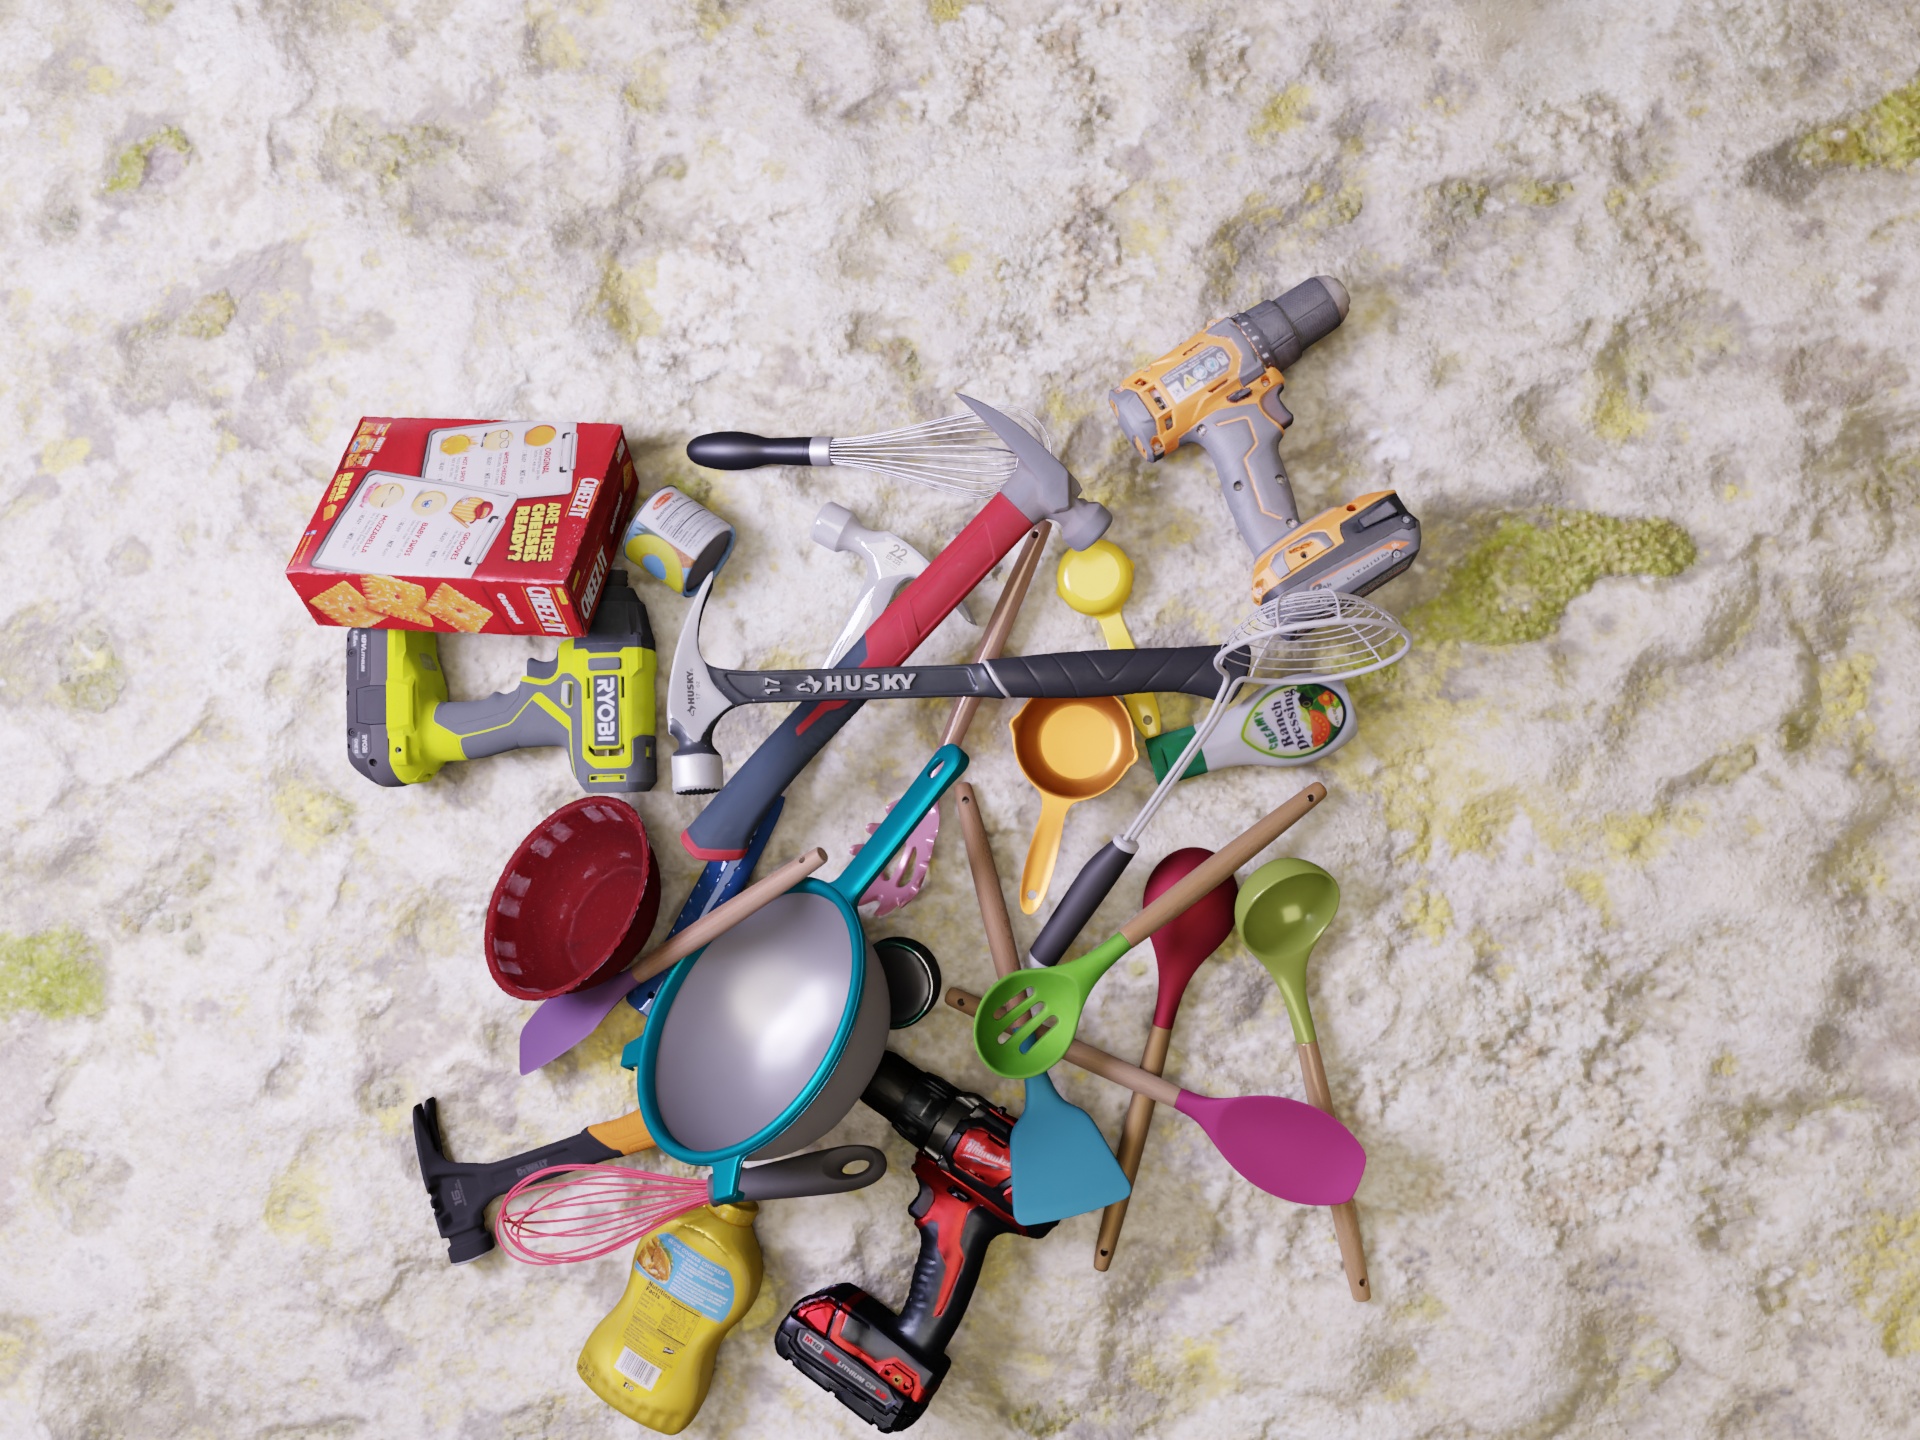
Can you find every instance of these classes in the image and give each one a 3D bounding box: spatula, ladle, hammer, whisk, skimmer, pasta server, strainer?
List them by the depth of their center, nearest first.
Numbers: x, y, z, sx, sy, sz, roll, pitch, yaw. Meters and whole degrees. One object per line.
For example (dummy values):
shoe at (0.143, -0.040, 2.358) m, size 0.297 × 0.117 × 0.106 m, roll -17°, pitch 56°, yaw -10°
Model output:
skimmer at (0.163, 0.056, 1.092) m, size 0.363 × 0.127 × 0.090 m, roll -57°, pitch 48°, yaw 19°
hammer at (0.004, -0.033, 1.100) m, size 0.409 × 0.036 × 0.149 m, roll -3°, pitch 81°, yaw -10°
strainer at (-0.083, 0.172, 1.122) m, size 0.340 × 0.095 × 0.211 m, roll -52°, pitch 37°, yaw -5°
ladle at (0.256, 0.254, 1.123) m, size 0.078 × 0.062 × 0.320 m, roll -11°, pitch 88°, yaw -14°
whisk at (-0.196, 0.338, 1.138) m, size 0.296 × 0.073 × 0.073 m, roll -11°, pitch 86°, yaw 8°
spatula at (0.040, 0.192, 1.138) m, size 0.082 × 0.044 × 0.318 m, roll -14°, pitch 75°, yaw -1°
hammer at (-0.074, -0.054, 1.140) m, size 0.143 × 0.038 × 0.386 m, roll 42°, pitch 97°, yaw -13°
ladle at (0.139, 0.247, 1.155) m, size 0.069 × 0.031 × 0.315 m, roll 14°, pitch 91°, yaw 10°
spatula at (-0.218, 0.172, 1.165) m, size 0.316 × 0.018 × 0.060 m, roll -33°, pitch 45°, yaw 22°
pasta server at (-0.002, -0.004, 1.175) m, size 0.060 × 0.040 × 0.316 m, roll 24°, pitch 92°, yaw 21°
whisk at (-0.072, -0.203, 1.194) m, size 0.284 × 0.070 × 0.070 m, roll 3°, pitch 88°, yaw 12°
hammer at (-0.133, 0.045, 1.197) m, size 0.144 × 0.035 × 0.405 m, roll 29°, pitch 91°, yaw 9°
hammer at (-0.249, 0.303, 1.202) m, size 0.337 × 0.034 × 0.127 m, roll -19°, pitch 86°, yaw 7°

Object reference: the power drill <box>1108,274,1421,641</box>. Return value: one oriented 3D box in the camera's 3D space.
power drill at (0.239, -0.194, 1.137) m, size 0.185 × 0.084 × 0.226 m, roll -33°, pitch 79°, yaw 3°

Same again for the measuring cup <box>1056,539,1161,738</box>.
measuring cup at (0.116, -0.060, 1.169) m, size 0.062 × 0.029 × 0.156 m, roll -21°, pitch 83°, yaw 7°

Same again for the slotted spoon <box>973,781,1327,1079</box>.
slotted spoon at (0.137, 0.141, 1.121) m, size 0.314 × 0.031 × 0.070 m, roll -37°, pitch 90°, yaw -9°

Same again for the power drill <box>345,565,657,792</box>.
power drill at (-0.344, -0.028, 1.213) m, size 0.223 × 0.080 × 0.171 m, roll -2°, pitch 87°, yaw 4°

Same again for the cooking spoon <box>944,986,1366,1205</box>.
cooking spoon at (0.132, 0.258, 1.134) m, size 0.319 × 0.017 × 0.069 m, roll 21°, pitch 95°, yaw 18°

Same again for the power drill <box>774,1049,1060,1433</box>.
power drill at (-0.043, 0.367, 1.150) m, size 0.188 × 0.080 × 0.227 m, roll 31°, pitch 88°, yaw 15°

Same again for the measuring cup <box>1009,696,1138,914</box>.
measuring cup at (0.073, 0.055, 1.161) m, size 0.095 × 0.052 × 0.173 m, roll 15°, pitch 91°, yaw 8°
